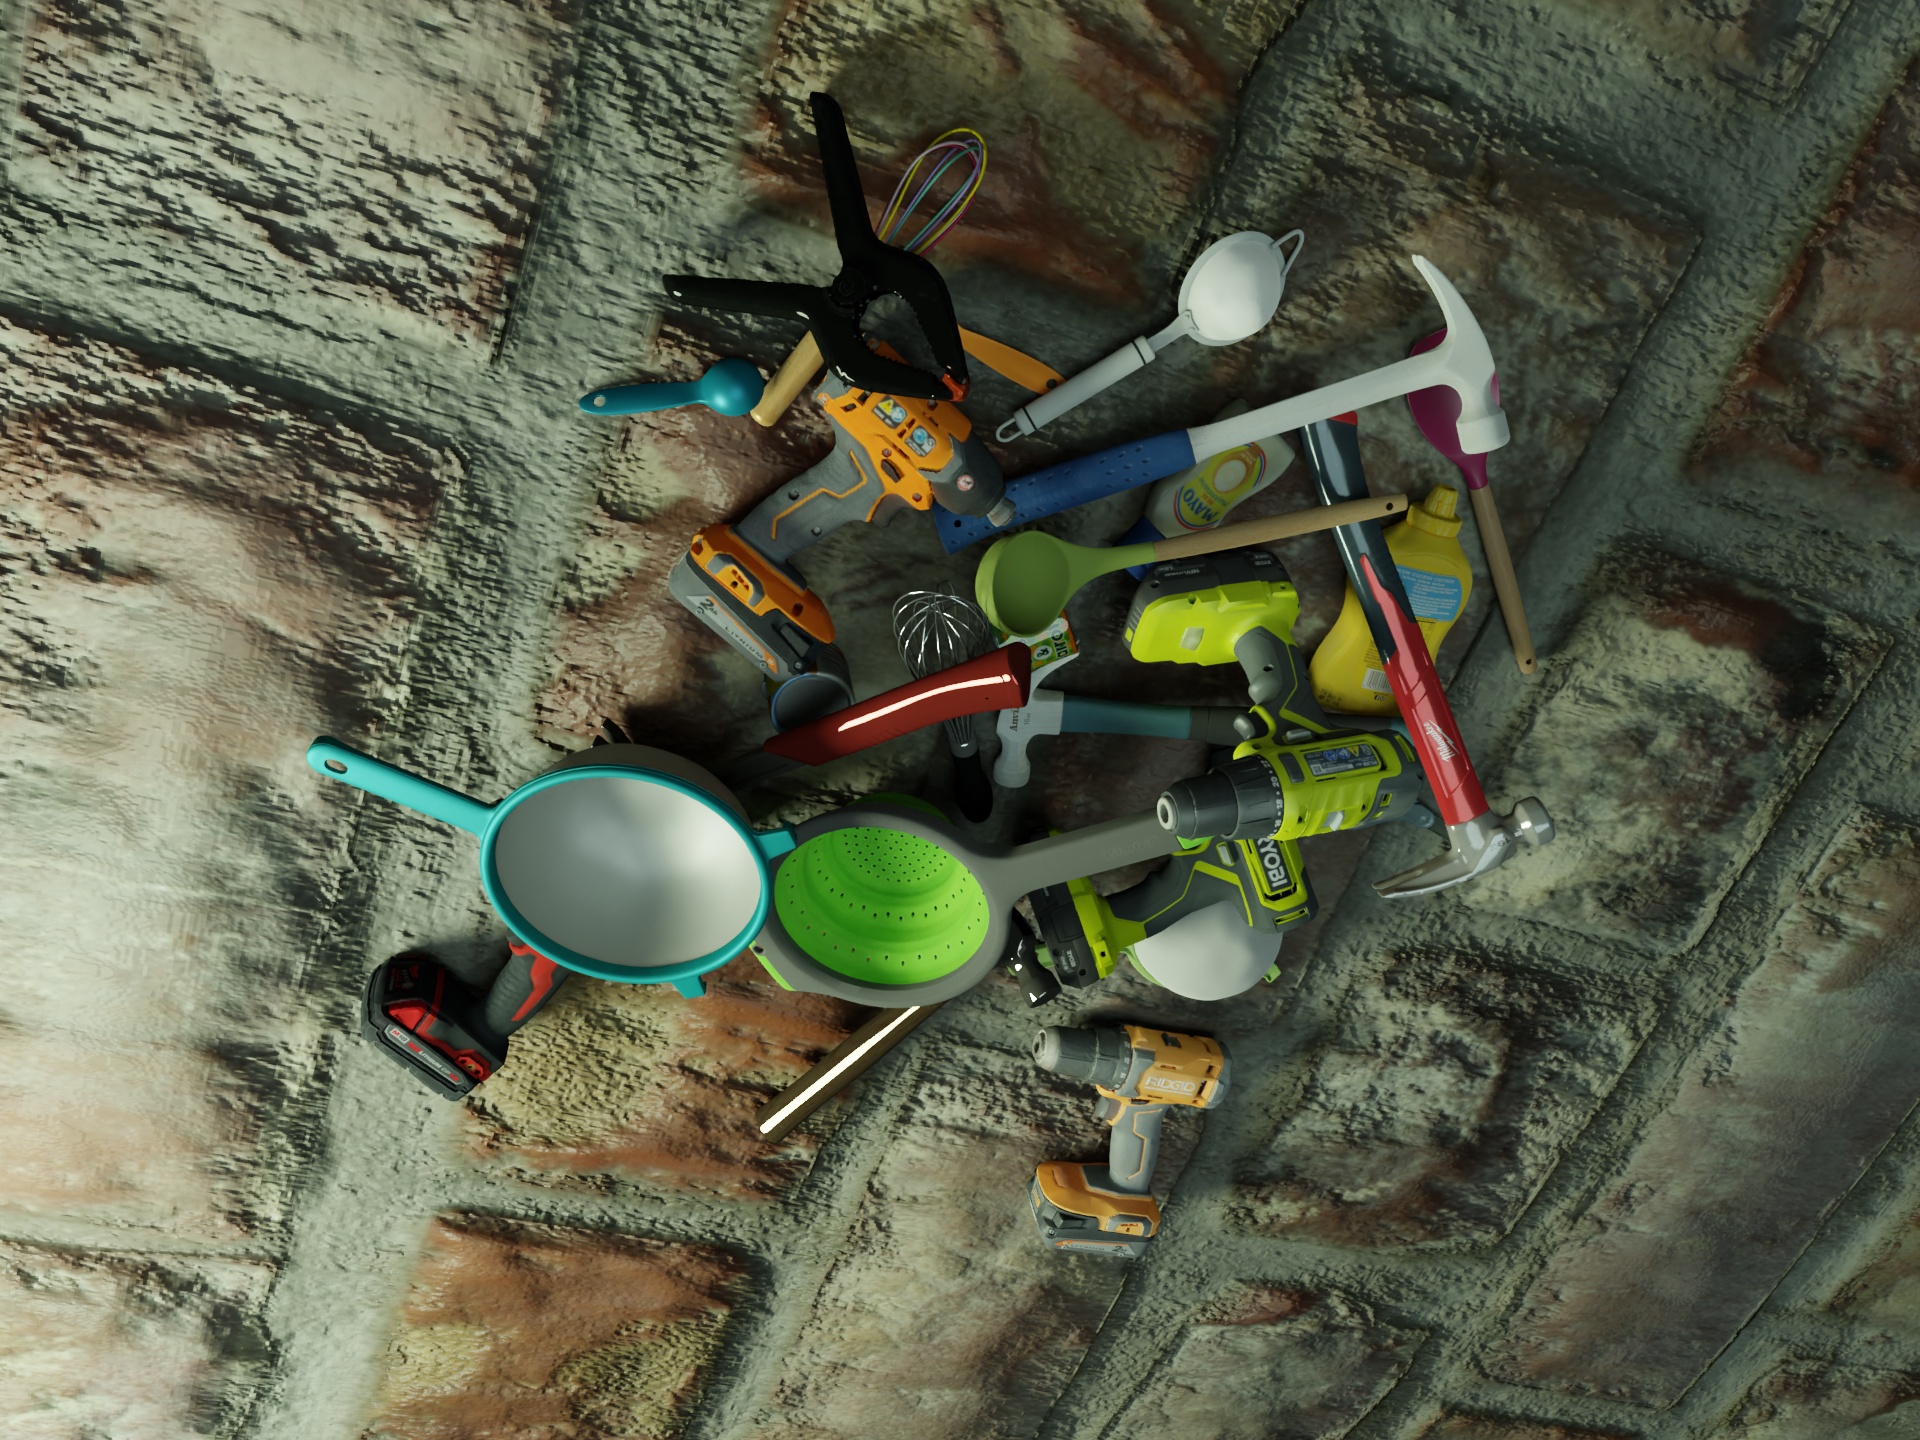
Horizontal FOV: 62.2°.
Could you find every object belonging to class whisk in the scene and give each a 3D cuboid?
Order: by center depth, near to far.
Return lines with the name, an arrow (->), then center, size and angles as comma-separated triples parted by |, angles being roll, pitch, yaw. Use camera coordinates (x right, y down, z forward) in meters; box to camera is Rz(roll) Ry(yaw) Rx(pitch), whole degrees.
whisk -> -0.065, -0.298, 1.078 | 0.047, 0.051, 0.245 | 42, 110, -3
whisk -> -0.003, -0.004, 1.203 | 0.070, 0.070, 0.284 | -14, 143, -3

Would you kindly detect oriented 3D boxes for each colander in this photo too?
colander -> 0.015, 0.102, 1.240 | 0.397, 0.095, 0.204 | -18, 121, 20

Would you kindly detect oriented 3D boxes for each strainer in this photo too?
strainer -> 0.138, -0.265, 1.128 | 0.258, 0.050, 0.086 | -30, 136, 9
strainer -> -0.296, 0.065, 1.164 | 0.340, 0.095, 0.211 | 24, 124, -14
strainer -> 0.170, 0.201, 1.380 | 0.256, 0.069, 0.151 | -10, 120, -7

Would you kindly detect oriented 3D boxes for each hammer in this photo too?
hammer -> 0.174, -0.205, 1.137 | 0.405, 0.035, 0.144 | -17, 105, 9
hammer -> -0.102, 0.007, 1.146 | 0.359, 0.037, 0.149 | -20, 127, 35
hammer -> 0.318, -0.053, 1.205 | 0.143, 0.038, 0.386 | -24, 101, 4
hammer -> 0.194, 0.004, 1.259 | 0.331, 0.033, 0.128 | 4, 118, 1
hammer -> -0.064, 0.263, 1.362 | 0.331, 0.130, 0.031 | -42, 156, 24

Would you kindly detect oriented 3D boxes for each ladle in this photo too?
ladle -> 0.168, -0.123, 1.144 | 0.320, 0.062, 0.078 | -11, 112, 0

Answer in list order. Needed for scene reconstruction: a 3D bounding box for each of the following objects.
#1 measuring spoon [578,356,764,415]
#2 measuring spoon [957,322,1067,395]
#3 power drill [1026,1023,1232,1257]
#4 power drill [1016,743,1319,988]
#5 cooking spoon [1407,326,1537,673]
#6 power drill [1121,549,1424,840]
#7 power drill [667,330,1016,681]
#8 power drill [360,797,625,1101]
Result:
measuring spoon -> -0.199, -0.227, 1.090 | 0.128, 0.021, 0.042 | -7, 78, -1
measuring spoon -> 0.029, -0.259, 1.132 | 0.116, 0.011, 0.021 | 22, 114, -25
power drill -> 0.130, 0.379, 1.470 | 0.185, 0.084, 0.226 | 13, 112, -17
power drill -> 0.164, 0.116, 1.311 | 0.223, 0.080, 0.171 | -20, 91, -1
cooking spoon -> 0.413, -0.164, 1.251 | 0.069, 0.017, 0.318 | -25, 120, 4
power drill -> 0.204, -0.012, 1.158 | 0.190, 0.229, 0.080 | -8, 143, -18
power drill -> -0.079, -0.137, 1.125 | 0.164, 0.084, 0.226 | 40, 103, -13
power drill -> -0.370, 0.178, 1.265 | 0.226, 0.080, 0.187 | -37, 119, 7
